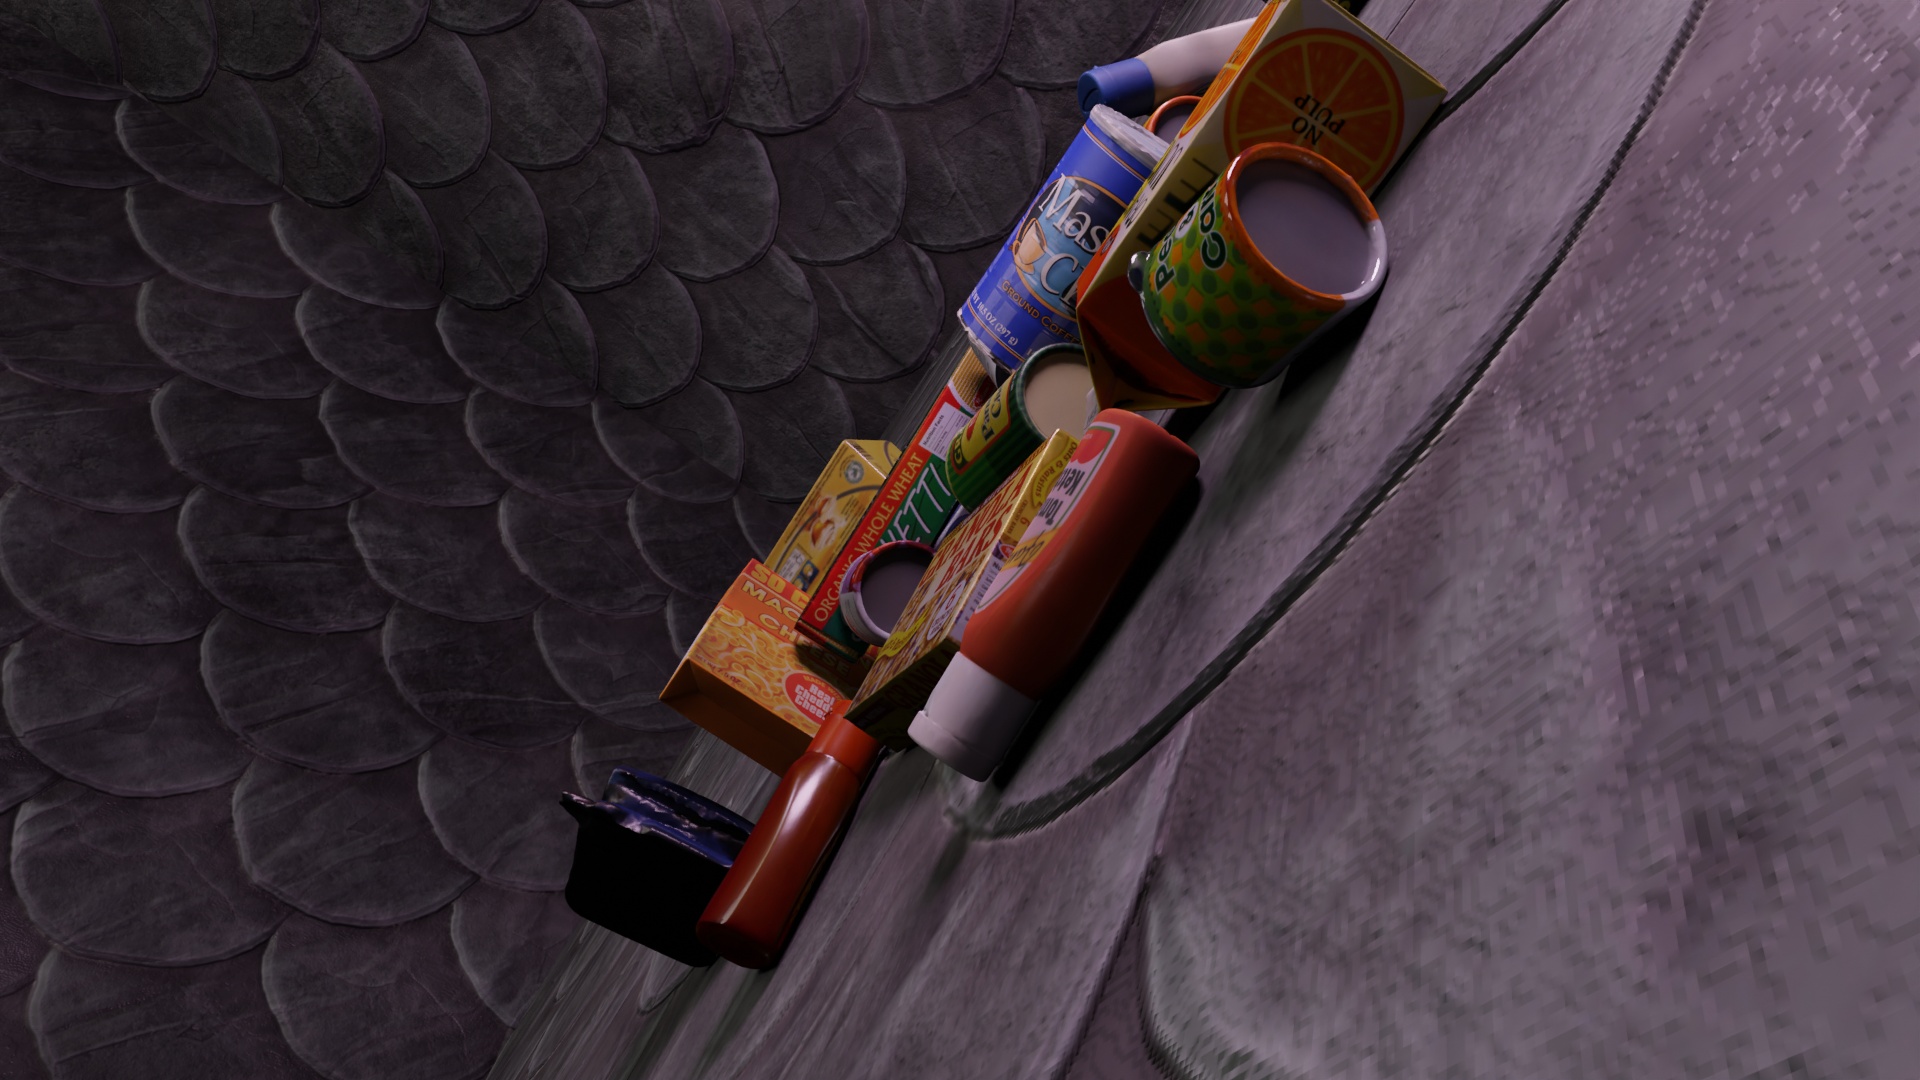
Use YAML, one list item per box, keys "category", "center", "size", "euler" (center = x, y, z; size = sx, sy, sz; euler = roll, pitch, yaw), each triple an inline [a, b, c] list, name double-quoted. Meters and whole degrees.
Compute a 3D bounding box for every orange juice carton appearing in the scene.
- category: "orange juice carton"
  center: [0.108, -0.129, 0.585]
  size: [0.192, 0.073, 0.072]
  euler: [-55, 8, 18]

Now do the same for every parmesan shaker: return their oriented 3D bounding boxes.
- category: "parmesan shaker"
  center: [0.042, -0.056, 0.734]
  size: [0.071, 0.071, 0.102]
  euler: [-60, 8, -27]

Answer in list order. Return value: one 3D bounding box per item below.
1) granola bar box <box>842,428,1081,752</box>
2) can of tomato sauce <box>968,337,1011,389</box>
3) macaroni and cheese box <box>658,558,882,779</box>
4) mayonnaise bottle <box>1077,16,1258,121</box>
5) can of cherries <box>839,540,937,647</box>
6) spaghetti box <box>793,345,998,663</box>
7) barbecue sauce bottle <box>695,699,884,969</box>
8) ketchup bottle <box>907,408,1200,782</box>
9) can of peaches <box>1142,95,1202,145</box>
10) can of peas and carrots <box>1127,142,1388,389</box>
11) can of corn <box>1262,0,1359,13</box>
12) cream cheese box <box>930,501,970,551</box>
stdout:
- category: "granola bar box"
  center: [0.007, 0.031, 0.693]
  size: [0.125, 0.039, 0.165]
  euler: [-61, 8, -27]
- category: "can of tomato sauce"
  center: [0.047, -0.130, 0.929]
  size: [0.071, 0.071, 0.083]
  euler: [-55, 27, 16]
- category: "macaroni and cheese box"
  center: [-0.117, 0.088, 0.923]
  size: [0.040, 0.124, 0.167]
  euler: [-53, 8, 19]
- category: "mayonnaise bottle"
  center: [0.148, -0.305, 0.906]
  size: [0.148, 0.041, 0.064]
  euler: [-21, -2, -17]
- category: "can of cherries"
  center: [-0.038, 0.032, 0.878]
  size: [0.071, 0.071, 0.058]
  euler: [-58, 7, -12]
- category: "spaghetti box"
  center: [-0.030, -0.030, 0.952]
  size: [0.251, 0.050, 0.028]
  euler: [-59, 5, -21]
- category: "barbecue sauce bottle"
  center: [-0.087, 0.156, 0.755]
  size: [0.149, 0.043, 0.064]
  euler: [-60, 8, -32]
- category: "ketchup bottle"
  center: [0.035, 0.022, 0.535]
  size: [0.149, 0.043, 0.065]
  euler: [-58, 7, -3]
- category: "can of peaches"
  center: [0.139, -0.243, 0.896]
  size: [0.071, 0.071, 0.058]
  euler: [-59, 8, -15]
- category: "can of peas and carrots"
  center: [0.103, -0.097, 0.486]
  size: [0.071, 0.071, 0.058]
  euler: [-61, 9, -33]
- category: "can of corn"
  center: [0.216, -0.346, 0.844]
  size: [0.058, 0.071, 0.071]
  euler: [-54, 8, 19]
- category: "cream cheese box"
  center: [0.003, -0.012, 0.957]
  size: [0.103, 0.024, 0.053]
  euler: [-55, 8, 14]
